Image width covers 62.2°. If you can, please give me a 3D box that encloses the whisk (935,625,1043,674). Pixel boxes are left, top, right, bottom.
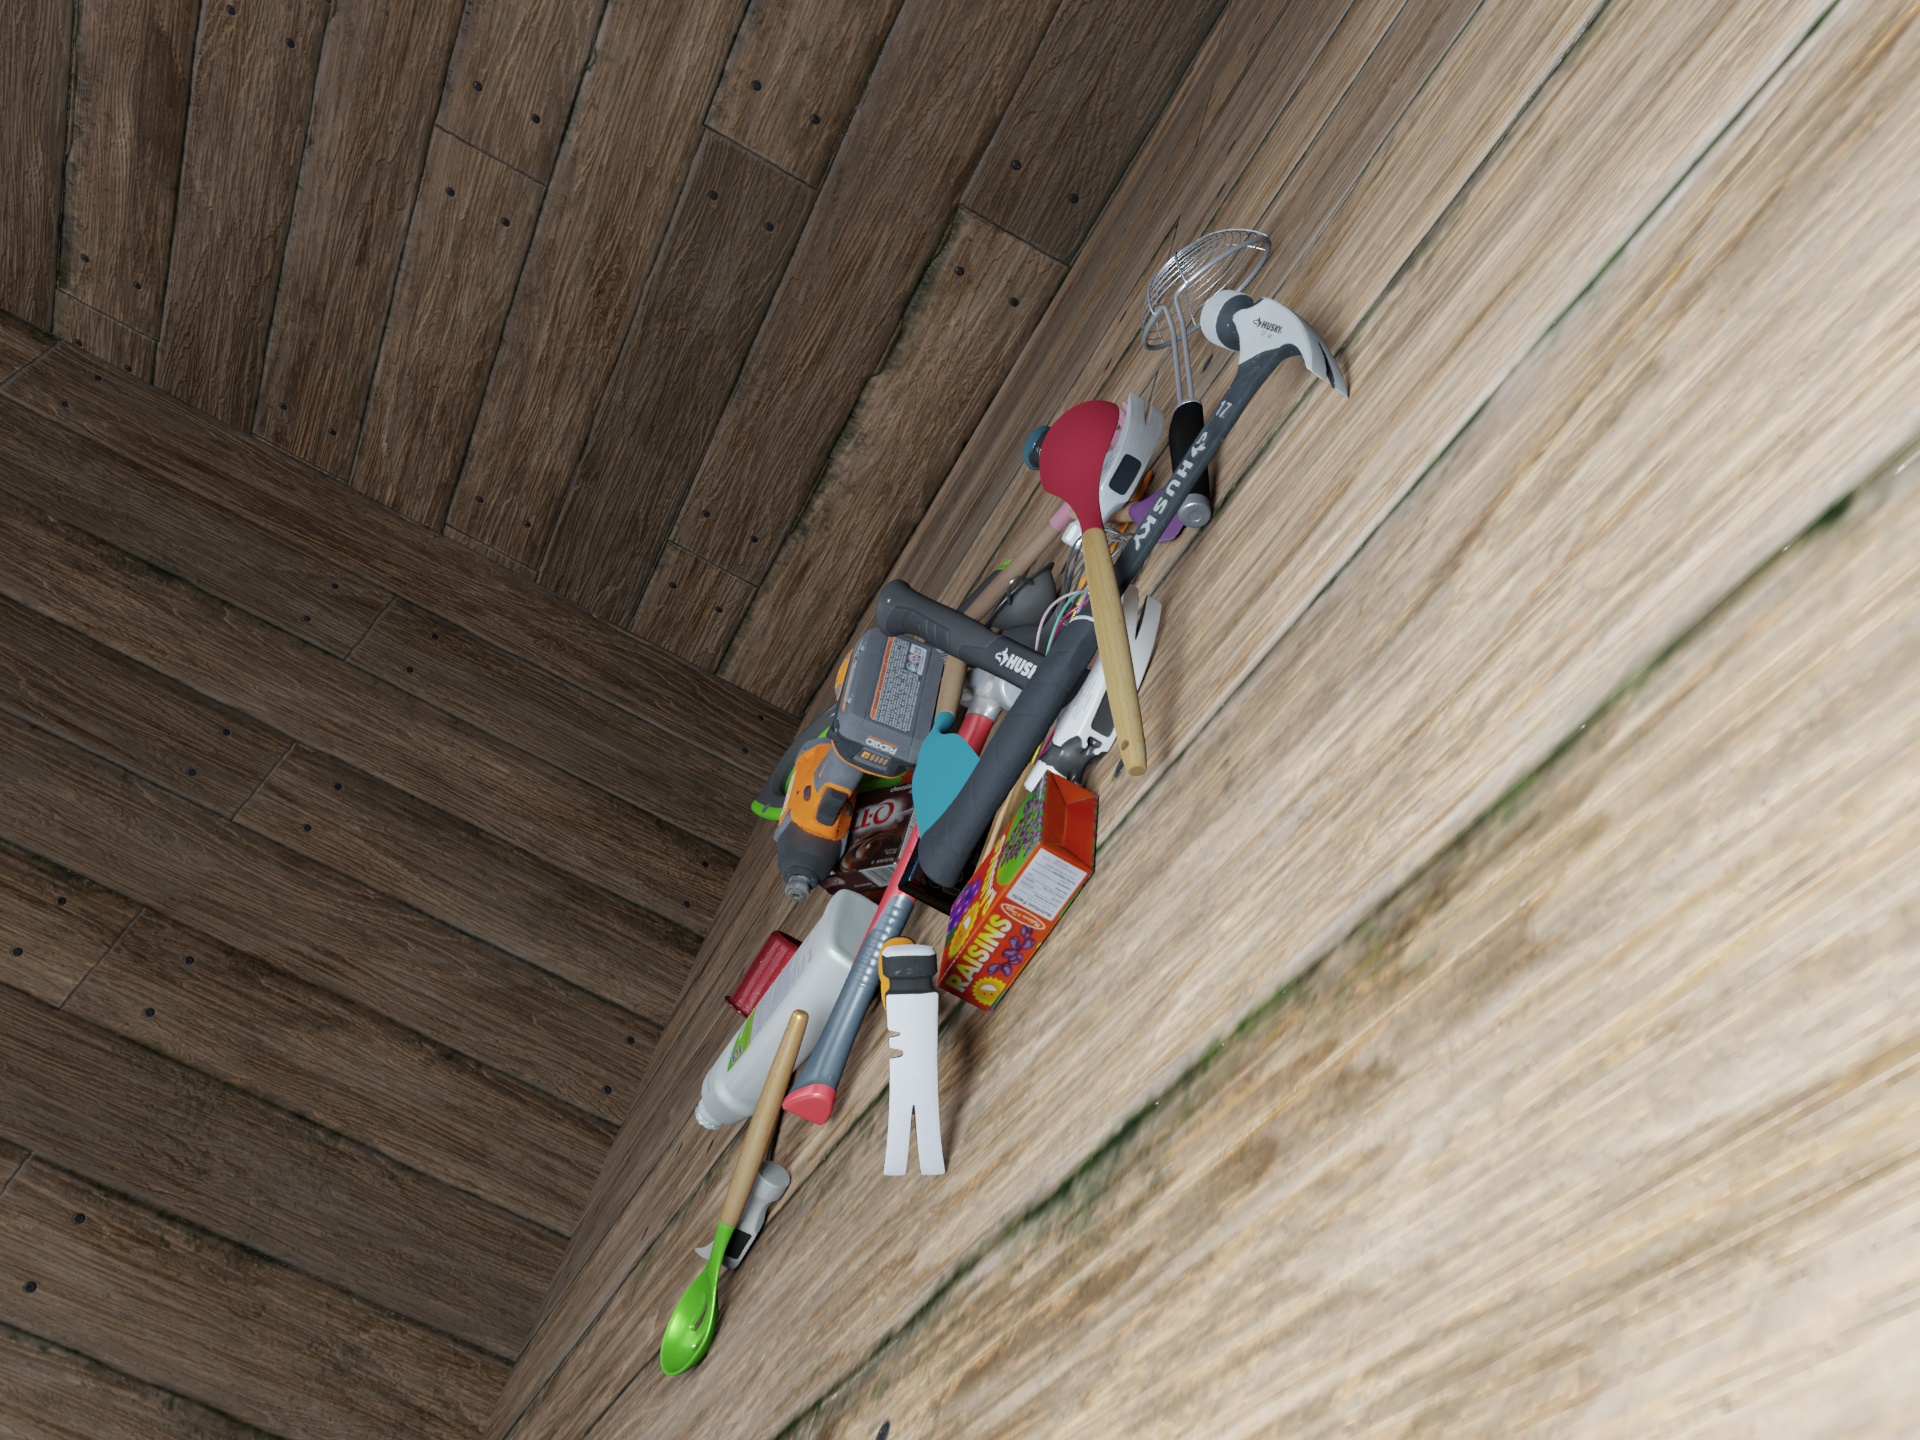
[{"bbox_3d":[-0.017,-0.054,1.456,0.284,0.070,0.070,-11,47,49],"label":"whisk"}]

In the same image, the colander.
[{"bbox_3d":[-0.038,-0.013,1.639,0.397,0.094,0.204,-46,20,-17],"label":"colander"}]

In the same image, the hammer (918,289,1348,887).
[{"bbox_3d":[0.092,-0.072,0.971,0.409,0.036,0.149,-58,28,10],"label":"hammer"}]

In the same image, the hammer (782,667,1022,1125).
[{"bbox_3d":[-0.050,0.132,1.270,0.386,0.038,0.143,-65,20,-14],"label":"hammer"}]

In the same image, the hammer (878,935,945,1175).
[{"bbox_3d":[-0.036,0.191,1.035,0.337,0.034,0.127,164,105,-86],"label":"hammer"}]

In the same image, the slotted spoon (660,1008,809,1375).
[{"bbox_3d":[-0.173,0.370,1.245,0.070,0.031,0.313,37,109,64],"label":"slotted spoon"}]

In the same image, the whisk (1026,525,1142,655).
[{"bbox_3d":[0.083,-0.079,1.232,0.239,0.055,0.055,123,171,-58],"label":"whisk"}]

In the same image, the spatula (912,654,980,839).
[{"bbox_3d":[-0.002,-0.004,1.239,0.082,0.044,0.318,-51,12,23],"label":"spatula"}]

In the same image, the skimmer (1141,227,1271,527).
[{"bbox_3d":[0.188,-0.250,1.182,0.127,0.090,0.364,-43,29,37],"label":"skimmer"}]

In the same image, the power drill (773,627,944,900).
[{"bbox_3d":[-0.097,0.046,1.359,0.226,0.084,0.164,125,162,-46],"label":"power drill"}]

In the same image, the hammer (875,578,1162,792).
[{"bbox_3d":[0.022,-0.055,1.132,0.146,0.035,0.335,-61,31,1],"label":"hammer"}]

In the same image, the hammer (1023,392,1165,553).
[{"bbox_3d":[0.100,-0.223,1.366,0.128,0.033,0.331,-59,15,8],"label":"hammer"}]

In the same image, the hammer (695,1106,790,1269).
[{"bbox_3d":[-0.179,0.370,1.433,0.130,0.031,0.331,-60,8,16],"label":"hammer"}]

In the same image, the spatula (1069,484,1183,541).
[{"bbox_3d":[0.132,-0.166,1.252,0.060,0.018,0.316,-60,13,0],"label":"spatula"}]

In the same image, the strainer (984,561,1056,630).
[{"bbox_3d":[0.056,-0.106,1.490,0.087,0.050,0.258,-43,2,-1],"label":"strainer"}]

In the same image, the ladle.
[{"bbox_3d":[0.082,-0.090,0.941,0.069,0.031,0.316,-39,38,32],"label":"ladle"}]

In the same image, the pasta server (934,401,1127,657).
[{"bbox_3d":[0.066,-0.167,1.484,0.316,0.040,0.060,-46,19,30],"label":"pasta server"}]

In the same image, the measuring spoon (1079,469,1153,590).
[{"bbox_3d":[0.127,-0.156,1.308,0.117,0.011,0.021,-61,8,5],"label":"measuring spoon"}]

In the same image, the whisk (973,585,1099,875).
[{"bbox_3d":[0.056,0.012,1.112,0.047,0.051,0.245,7,72,50],"label":"whisk"}]
